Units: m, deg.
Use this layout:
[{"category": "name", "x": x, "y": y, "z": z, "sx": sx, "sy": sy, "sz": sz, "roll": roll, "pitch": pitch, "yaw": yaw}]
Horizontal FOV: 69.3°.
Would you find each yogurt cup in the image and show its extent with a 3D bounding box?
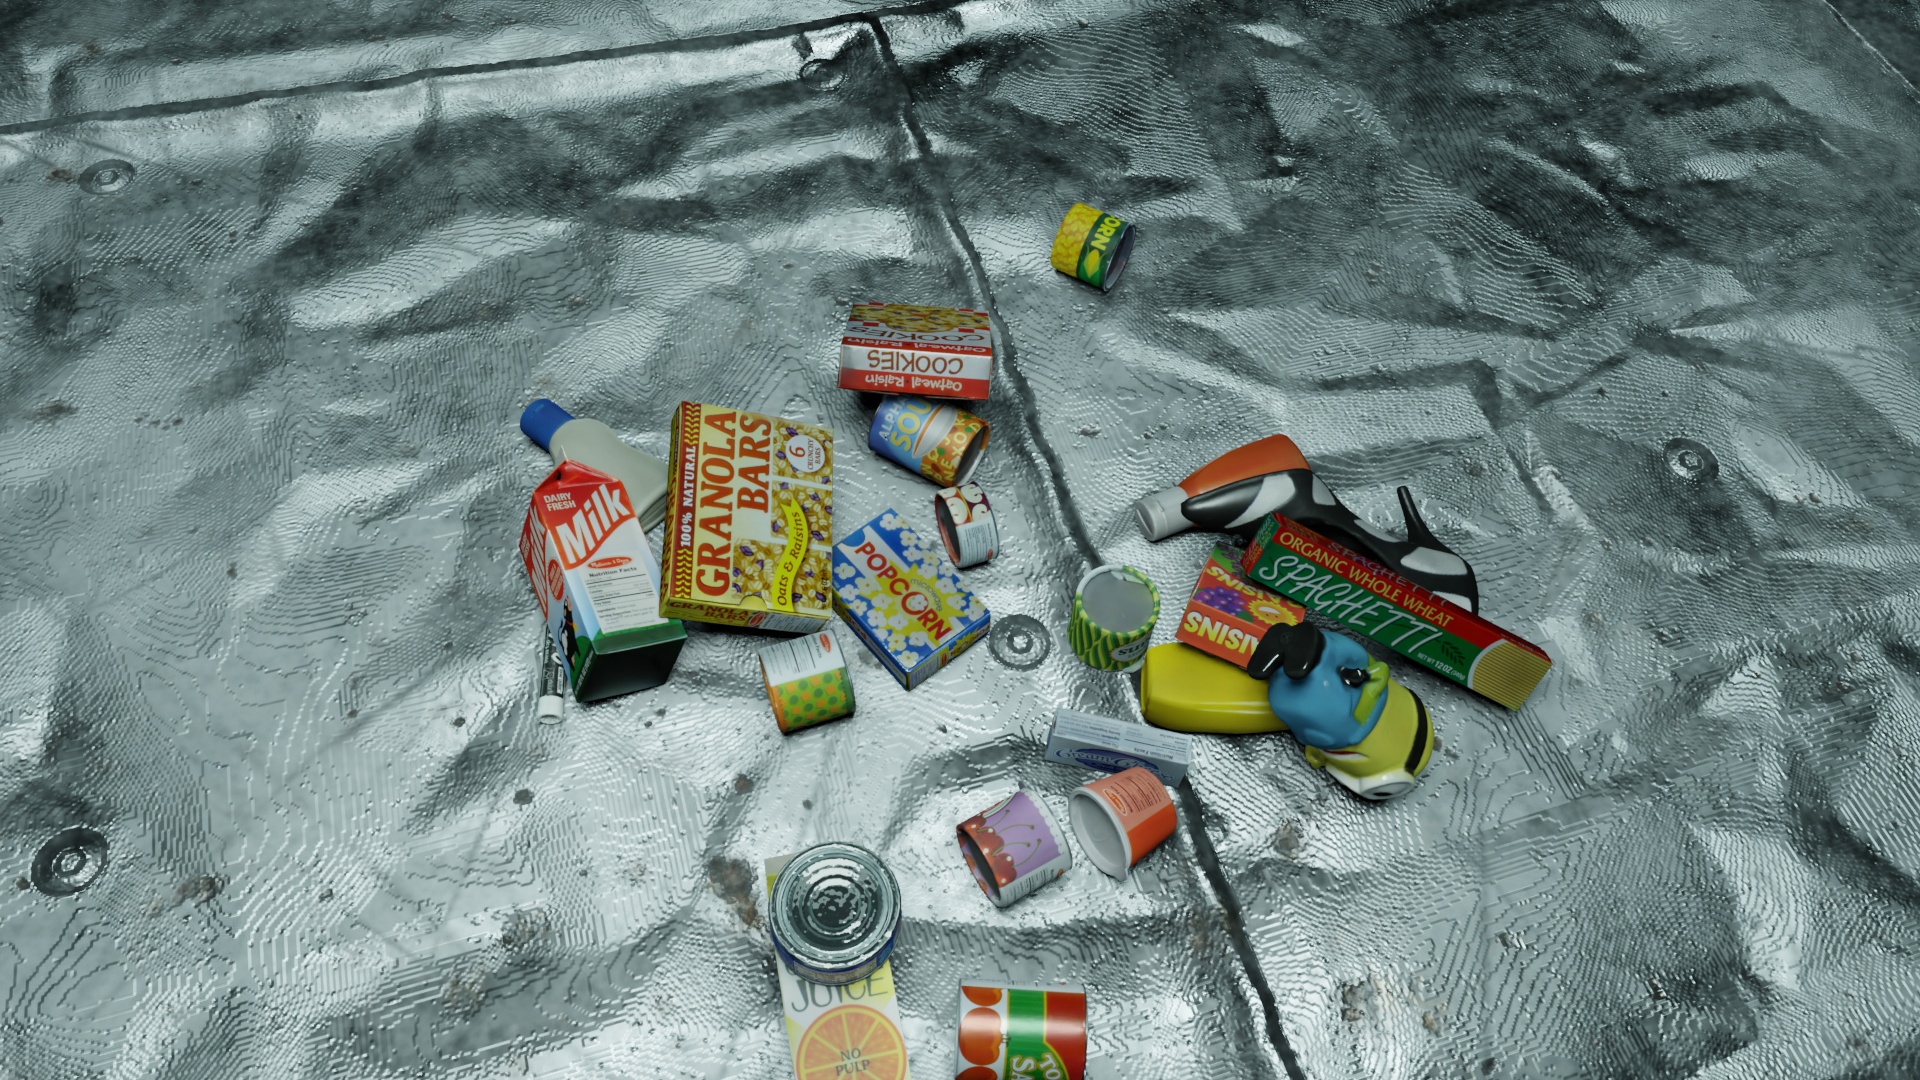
[{"category": "yogurt cup", "x": 0.118, "y": 0.198, "z": 0.997, "sx": 0.054, "sy": 0.072, "sz": 0.072, "roll": -23, "pitch": 61, "yaw": -26}]

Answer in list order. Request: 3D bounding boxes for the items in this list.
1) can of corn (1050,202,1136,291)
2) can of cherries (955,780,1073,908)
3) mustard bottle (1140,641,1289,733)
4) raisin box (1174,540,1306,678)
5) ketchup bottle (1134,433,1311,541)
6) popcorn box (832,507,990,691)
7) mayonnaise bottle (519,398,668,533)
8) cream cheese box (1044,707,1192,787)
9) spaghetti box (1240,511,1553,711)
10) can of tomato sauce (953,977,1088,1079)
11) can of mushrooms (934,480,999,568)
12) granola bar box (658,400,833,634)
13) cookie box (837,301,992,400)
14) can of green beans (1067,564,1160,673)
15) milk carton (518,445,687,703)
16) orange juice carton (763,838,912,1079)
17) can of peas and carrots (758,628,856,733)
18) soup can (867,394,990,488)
[{"category": "can of corn", "x": 0.124, "y": -0.277, "z": 1.297, "sx": 0.058, "sy": 0.070, "sz": 0.071, "roll": 26, "pitch": 60, "yaw": 13}, {"category": "can of cherries", "x": 0.036, "y": 0.214, "z": 0.979, "sx": 0.058, "sy": 0.071, "sz": 0.072, "roll": -26, "pitch": 63, "yaw": -17}, {"category": "mustard bottle", "x": 0.219, "y": 0.118, "z": 1.063, "sx": 0.160, "sy": 0.048, "sz": 0.065, "roll": 7, "pitch": 53, "yaw": 0}, {"category": "raisin box", "x": 0.221, "y": 0.053, "z": 1.078, "sx": 0.086, "sy": 0.040, "sz": 0.124, "roll": 23, "pitch": 26, "yaw": 10}, {"category": "ketchup bottle", "x": 0.220, "y": -0.040, "z": 1.168, "sx": 0.149, "sy": 0.043, "sz": 0.065, "roll": -19, "pitch": 63, "yaw": -15}, {"category": "popcorn box", "x": -0.048, "y": 0.046, "z": 1.098, "sx": 0.085, "sy": 0.038, "sz": 0.127, "roll": -35, "pitch": 66, "yaw": -22}, {"category": "mayonnaise bottle", "x": -0.302, "y": -0.066, "z": 1.153, "sx": 0.148, "sy": 0.041, "sz": 0.065, "roll": 35, "pitch": 62, "yaw": 19}, {"category": "cream cheese box", "x": 0.117, "y": 0.154, "z": 1.030, "sx": 0.104, "sy": 0.053, "sz": 0.024, "roll": 12, "pitch": 59, "yaw": 4}, {"category": "spaghetti box", "x": 0.334, "y": 0.055, "z": 1.066, "sx": 0.250, "sy": 0.050, "sz": 0.029, "roll": 26, "pitch": 20, "yaw": -8}, {"category": "can of tomato sauce", "x": 0.039, "y": 0.324, "z": 0.908, "sx": 0.083, "sy": 0.070, "sz": 0.071, "roll": 3, "pitch": 57, "yaw": -1}, {"category": "can of mushrooms", "x": 0.004, "y": -0.014, "z": 1.125, "sx": 0.033, "sy": 0.070, "sz": 0.071, "roll": -17, "pitch": 60, "yaw": -13}, {"category": "granola bar box", "x": -0.161, "y": -0.018, "z": 1.059, "sx": 0.124, "sy": 0.039, "sz": 0.166, "roll": 9, "pitch": 63, "yaw": -22}, {"category": "cookie box", "x": -0.036, "y": -0.163, "z": 1.182, "sx": 0.123, "sy": 0.040, "sz": 0.168, "roll": 4, "pitch": 22, "yaw": -2}, {"category": "can of green beans", "x": 0.120, "y": 0.060, "z": 1.088, "sx": 0.071, "sy": 0.057, "sz": 0.071, "roll": 2, "pitch": 57, "yaw": -3}, {"category": "milk carton", "x": -0.283, "y": 0.021, "z": 1.064, "sx": 0.074, "sy": 0.072, "sz": 0.191, "roll": -10, "pitch": 59, "yaw": -35}, {"category": "orange juice carton", "x": -0.082, "y": 0.293, "z": 0.916, "sx": 0.072, "sy": 0.072, "sz": 0.193, "roll": -9, "pitch": 58, "yaw": -9}, {"category": "can of peas and carrots", "x": -0.115, "y": 0.107, "z": 1.040, "sx": 0.059, "sy": 0.070, "sz": 0.071, "roll": -15, "pitch": 60, "yaw": -12}, {"category": "soup can", "x": -0.026, "y": -0.089, "z": 1.167, "sx": 0.084, "sy": 0.071, "sz": 0.072, "roll": 27, "pitch": 60, "yaw": 13}]
